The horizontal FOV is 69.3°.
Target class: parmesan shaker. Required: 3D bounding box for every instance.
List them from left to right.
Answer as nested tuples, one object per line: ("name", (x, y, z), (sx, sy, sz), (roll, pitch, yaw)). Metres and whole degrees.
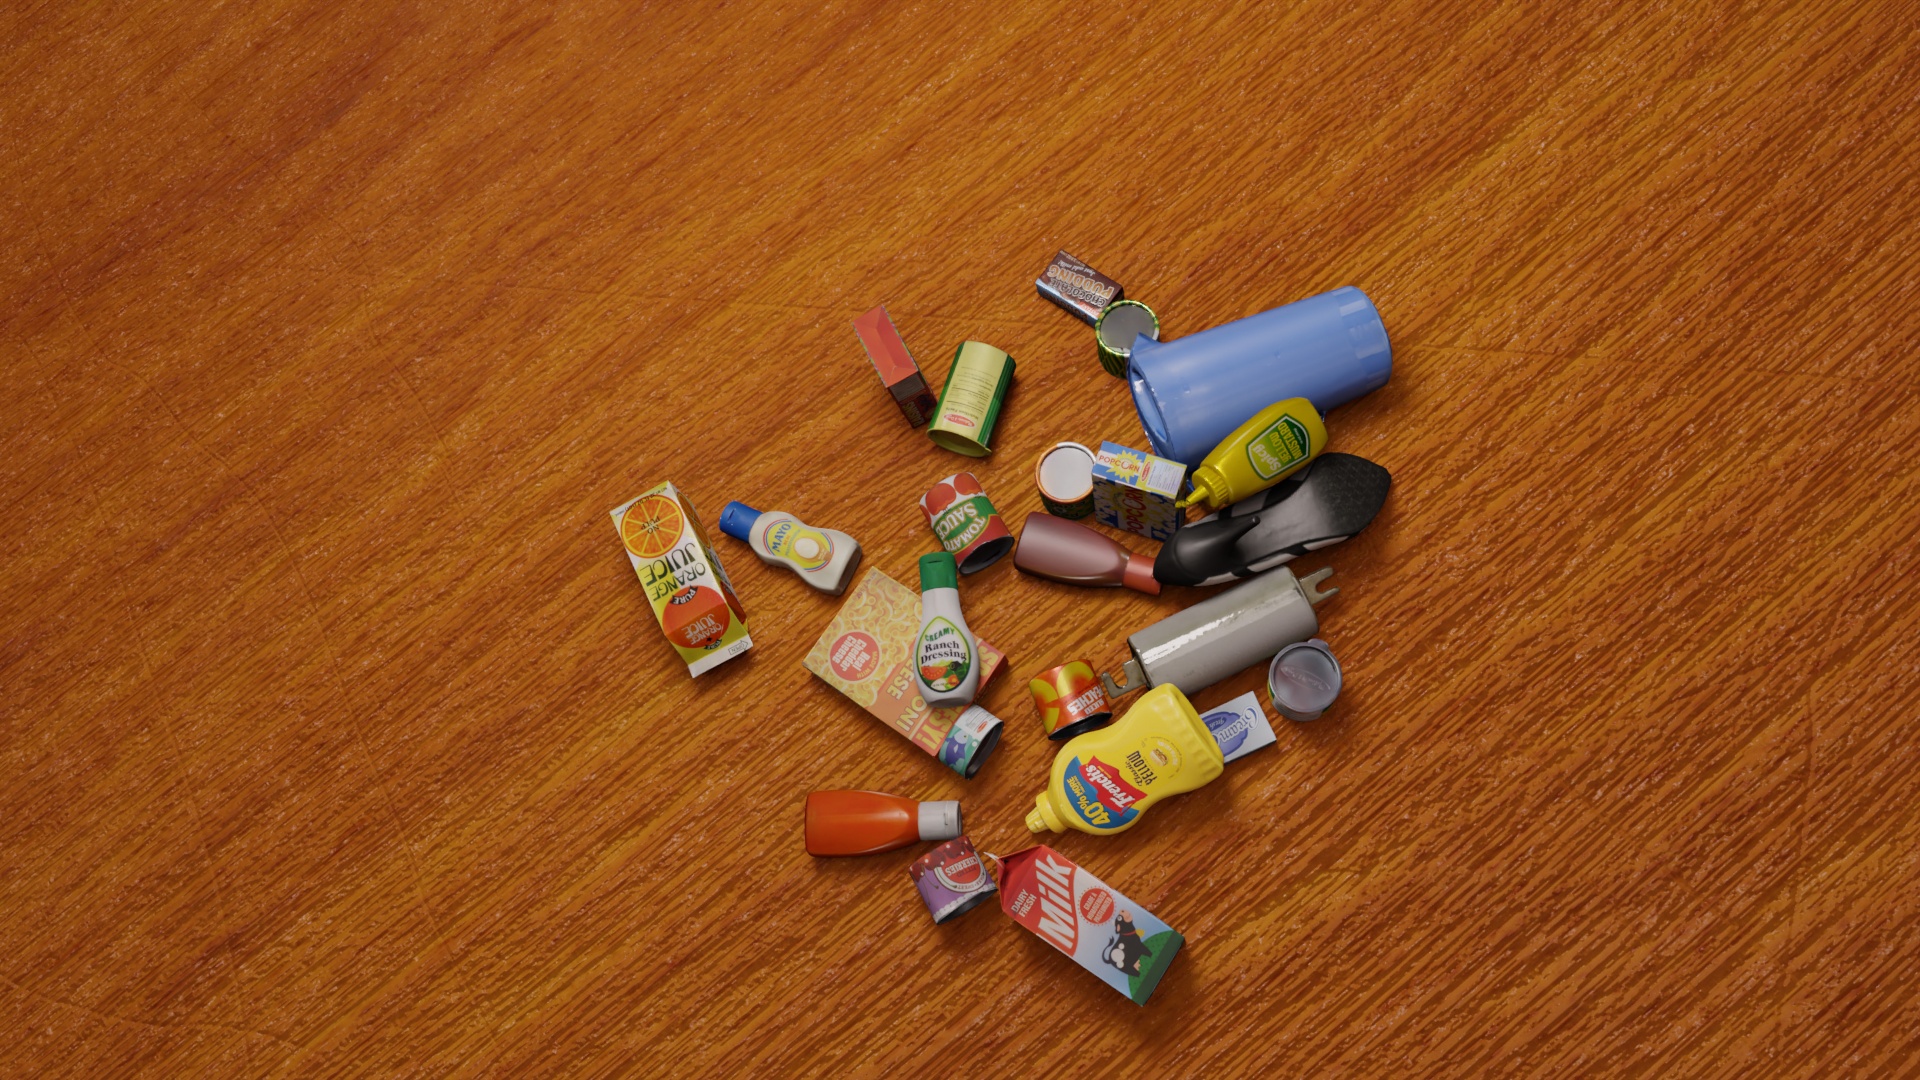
("parmesan shaker", (0.015, -0.146, 1.444), (0.071, 0.071, 0.103), (16, 76, 14))

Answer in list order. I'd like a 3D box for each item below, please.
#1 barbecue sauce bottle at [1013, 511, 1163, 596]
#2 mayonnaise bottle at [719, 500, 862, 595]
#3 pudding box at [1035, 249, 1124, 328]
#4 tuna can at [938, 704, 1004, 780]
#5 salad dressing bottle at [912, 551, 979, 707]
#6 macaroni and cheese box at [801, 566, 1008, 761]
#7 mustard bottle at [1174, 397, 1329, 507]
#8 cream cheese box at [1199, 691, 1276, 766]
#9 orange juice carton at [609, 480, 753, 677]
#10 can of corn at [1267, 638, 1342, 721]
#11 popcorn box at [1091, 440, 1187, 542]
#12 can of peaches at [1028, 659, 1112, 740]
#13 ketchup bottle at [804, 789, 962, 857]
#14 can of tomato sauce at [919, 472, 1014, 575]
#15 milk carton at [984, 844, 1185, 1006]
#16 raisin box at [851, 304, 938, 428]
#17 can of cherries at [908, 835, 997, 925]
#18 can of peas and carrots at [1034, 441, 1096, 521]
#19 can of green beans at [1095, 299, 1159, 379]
("barbecue sauce bottle", (0.131, 0.019, 1.385), (0.148, 0.043, 0.065), (16, 77, 13))
("mayonnaise bottle", (-0.179, 0.002, 1.441), (0.148, 0.041, 0.065), (23, 80, 15))
("pudding box", (0.127, -0.267, 1.481), (0.084, 0.030, 0.050), (35, 82, 18))
("tuna can", (0.010, 0.196, 1.340), (0.033, 0.071, 0.071), (32, 81, 18))
("salad dressing bottle", (-0.017, 0.085, 1.345), (0.064, 0.044, 0.148), (-9, 70, 7))
("macaroni and cheese box", (-0.054, 0.122, 1.385), (0.167, 0.040, 0.124), (33, 80, 17))
("mustard bottle", (0.266, -0.071, 1.293), (0.160, 0.049, 0.065), (-34, 99, -12))
("cream cheese box", (0.244, 0.189, 1.324), (0.104, 0.024, 0.053), (-25, 72, 1))
("orange juice carton", (-0.282, 0.043, 1.429), (0.072, 0.073, 0.193), (-29, 71, 0))
("can of corn", (0.325, 0.132, 1.310), (0.071, 0.058, 0.071), (-3, 73, 9))
("popcorn box", (0.175, -0.044, 1.353), (0.085, 0.126, 0.038), (18, 72, 14))
("can of peaches", (0.106, 0.152, 1.333), (0.071, 0.071, 0.058), (-22, 70, 2))
("ketchup bottle", (-0.074, 0.272, 1.339), (0.149, 0.043, 0.065), (-3, 74, 8))
("can of tomato sauce", (0.005, -0.018, 1.403), (0.071, 0.071, 0.083), (-31, 70, -1))
("milk carton", (0.106, 0.340, 1.274), (0.191, 0.072, 0.073), (31, 81, 17))
("raisin box", (-0.064, -0.178, 1.436), (0.040, 0.123, 0.086), (-29, 71, 1))
("can of cherries", (-0.006, 0.317, 1.300), (0.071, 0.071, 0.058), (-31, 70, -1))
("can of peas and carrots", (0.109, -0.058, 1.404), (0.071, 0.058, 0.071), (-3, 72, 9))
("can of green beans", (0.174, -0.209, 1.441), (0.071, 0.057, 0.071), (-3, 73, 9))
